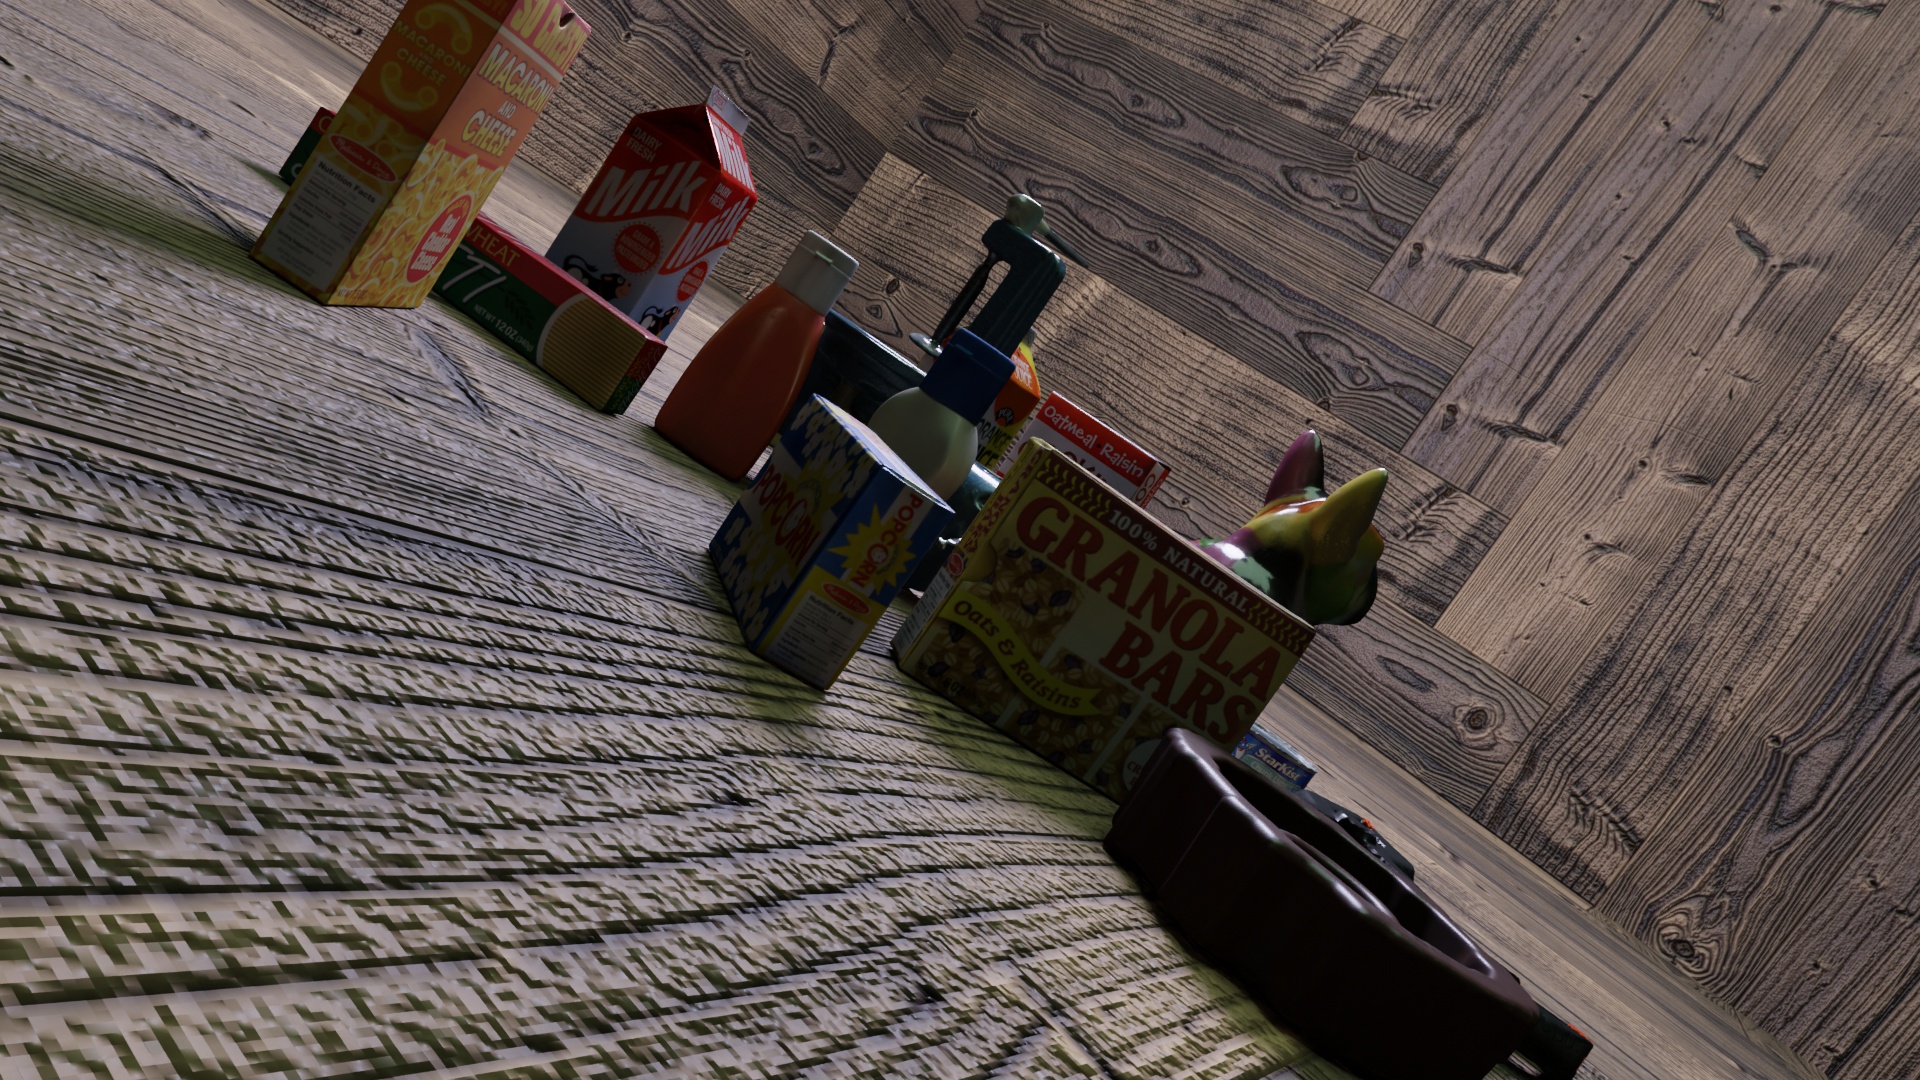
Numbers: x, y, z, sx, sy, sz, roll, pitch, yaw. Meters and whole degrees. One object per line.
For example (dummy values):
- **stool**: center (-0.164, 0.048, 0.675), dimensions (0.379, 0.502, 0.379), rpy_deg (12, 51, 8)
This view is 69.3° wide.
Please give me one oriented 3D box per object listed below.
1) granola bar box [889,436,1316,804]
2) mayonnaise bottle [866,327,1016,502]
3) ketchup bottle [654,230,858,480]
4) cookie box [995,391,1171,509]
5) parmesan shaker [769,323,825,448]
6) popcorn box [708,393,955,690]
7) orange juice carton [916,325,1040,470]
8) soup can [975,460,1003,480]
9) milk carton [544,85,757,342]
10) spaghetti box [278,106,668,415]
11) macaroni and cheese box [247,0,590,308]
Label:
- **granola bar box**: center (0.069, 0.047, 0.667), dimensions (0.165, 0.124, 0.039), rpy_deg (33, 5, -15)
- **mayonnaise bottle**: center (-0.027, -0.038, 0.708), dimensions (0.065, 0.148, 0.041), rpy_deg (37, 5, 27)
- **ketchup bottle**: center (-0.115, -0.111, 0.819), dimensions (0.065, 0.148, 0.043), rpy_deg (34, 5, -6)
- **cookie box**: center (0.086, -0.029, 1.219), dimensions (0.123, 0.167, 0.040), rpy_deg (37, 5, 28)
- **parmesan shaker**: center (-0.133, -0.128, 1.110), dimensions (0.071, 0.103, 0.071), rpy_deg (34, 5, -3)
- **popcorn box**: center (-0.057, -0.004, 0.564), dimensions (0.038, 0.085, 0.127), rpy_deg (33, 5, -24)
- **orange juice carton**: center (-0.006, -0.093, 1.083), dimensions (0.073, 0.192, 0.072), rpy_deg (37, 5, 27)
- **soup can**: center (0.004, -0.013, 1.024), dimensions (0.071, 0.083, 0.071), rpy_deg (34, 5, -3)
- **milk carton**: center (-0.200, -0.204, 0.905), dimensions (0.073, 0.190, 0.072), rpy_deg (35, 5, 9)
- **spaghetti box**: center (-0.279, -0.160, 0.786), dimensions (0.250, 0.050, 0.029), rpy_deg (35, 5, 10)
- **macaroni and cheese box**: center (-0.237, -0.185, 0.630), dimensions (0.040, 0.166, 0.124), rpy_deg (34, 5, -8)
